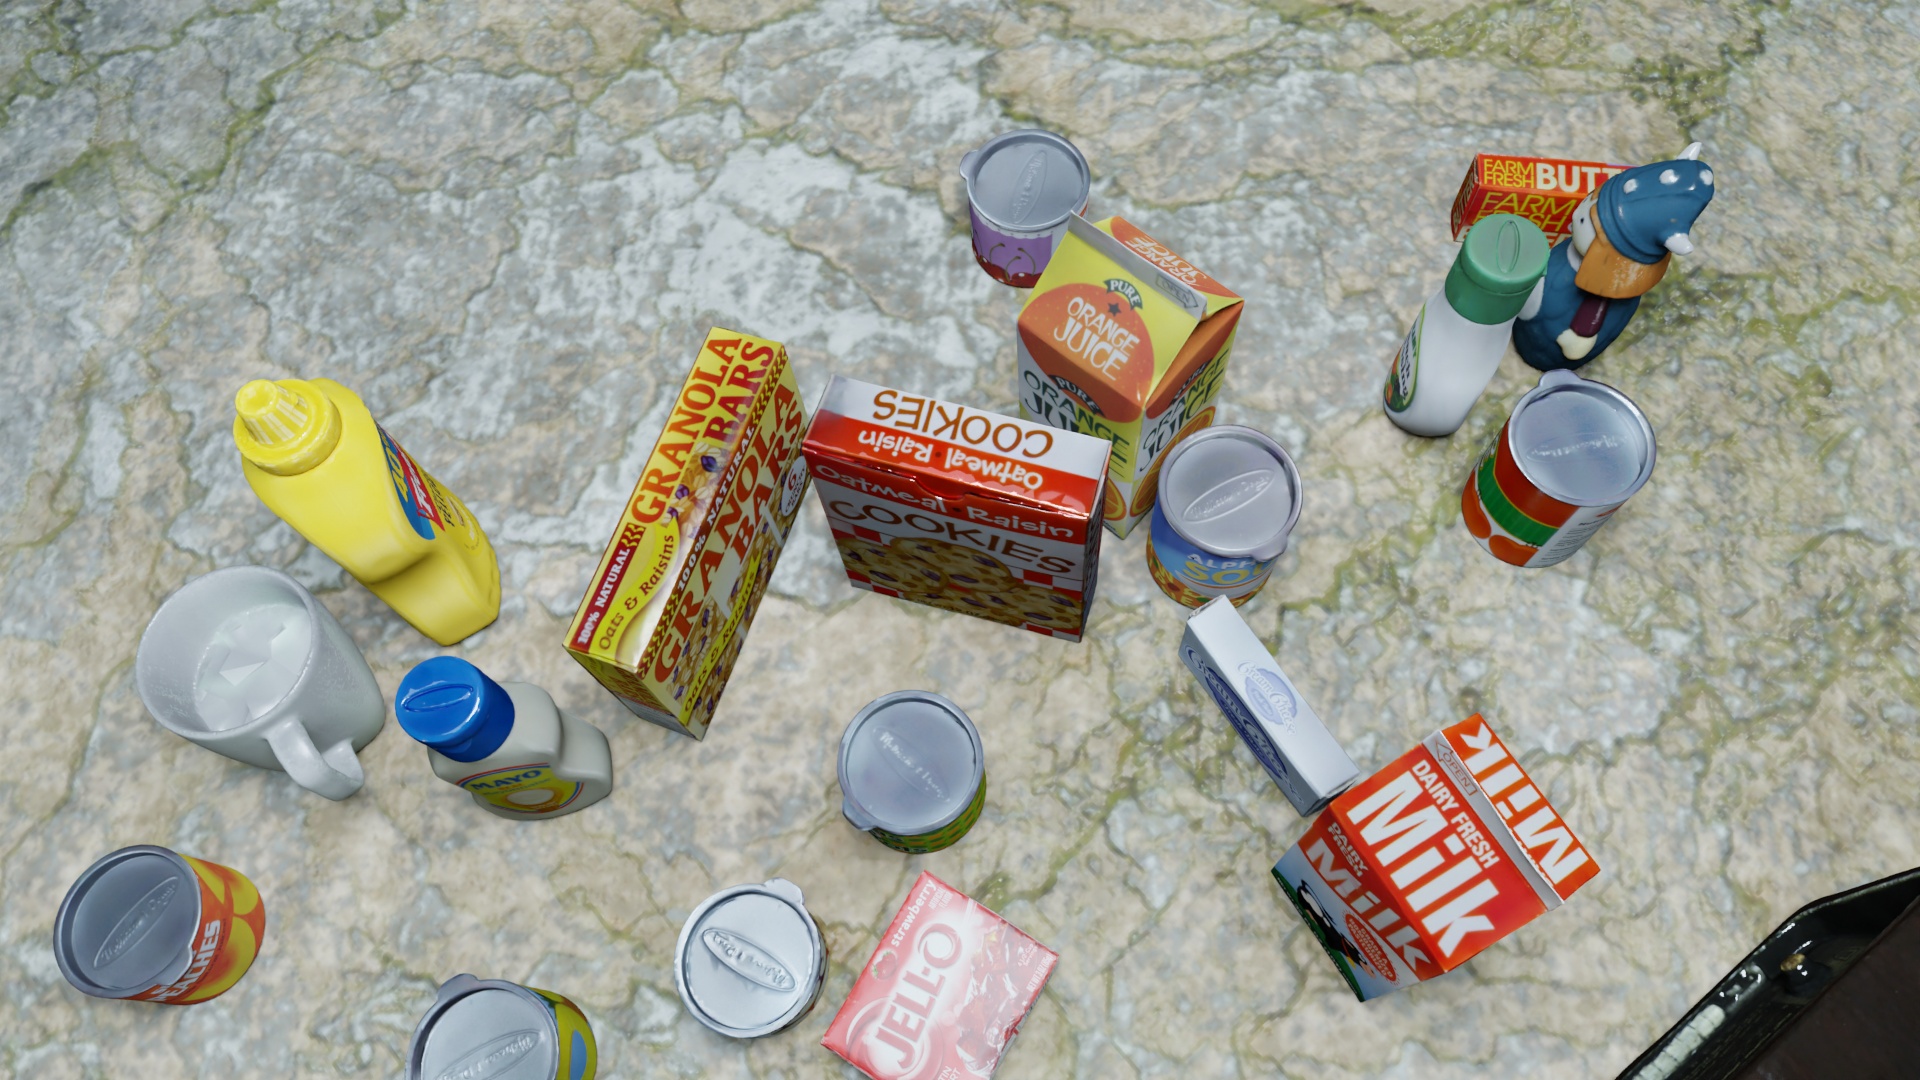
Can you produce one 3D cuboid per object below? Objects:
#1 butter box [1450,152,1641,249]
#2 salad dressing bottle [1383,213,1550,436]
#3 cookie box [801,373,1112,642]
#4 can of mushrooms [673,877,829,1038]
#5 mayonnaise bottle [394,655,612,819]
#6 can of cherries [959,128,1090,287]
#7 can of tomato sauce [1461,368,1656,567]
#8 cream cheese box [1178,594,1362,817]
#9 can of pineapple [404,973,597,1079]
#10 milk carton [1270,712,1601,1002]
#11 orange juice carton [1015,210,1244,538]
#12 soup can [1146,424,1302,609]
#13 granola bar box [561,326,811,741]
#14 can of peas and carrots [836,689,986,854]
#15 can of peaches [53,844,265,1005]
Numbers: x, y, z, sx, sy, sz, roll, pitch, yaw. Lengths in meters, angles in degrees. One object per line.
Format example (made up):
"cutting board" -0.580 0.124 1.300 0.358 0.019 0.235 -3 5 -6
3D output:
"butter box" 0.325 -0.182 0.753 0.103 0.053 0.024 7 69 6
"salad dressing bottle" 0.243 -0.102 0.674 0.044 0.147 0.064 12 69 8
"cookie box" 0.002 -0.008 0.637 0.123 0.167 0.040 14 70 9
"can of mushrooms" -0.093 0.190 0.633 0.071 0.033 0.071 -1 68 3
"mayonnaise bottle" -0.204 0.090 0.618 0.065 0.147 0.041 -13 68 -2
"can of cherries" 0.035 -0.183 0.766 0.071 0.058 0.072 -1 68 3
"can of tomato sauce" 0.287 -0.033 0.678 0.071 0.082 0.071 -1 68 3
"cream cheese box" 0.143 0.079 0.655 0.024 0.053 0.104 -32 70 -9
"can of pineapple" -0.200 0.227 0.610 0.071 0.057 0.071 -1 68 3
"milk carton" 0.188 0.129 0.559 0.073 0.190 0.072 -30 70 -9
"orange juice carton" 0.076 -0.081 0.649 0.072 0.192 0.073 39 75 16
"soup can" 0.127 -0.006 0.675 0.071 0.083 0.071 -1 68 3
"granola bar box" -0.122 0.000 0.664 0.039 0.123 0.166 17 70 10
"can of peas and carrots" -0.023 0.111 0.648 0.071 0.058 0.071 -1 68 3
"can of peaches" -0.364 0.179 0.638 0.071 0.058 0.071 -1 68 3
